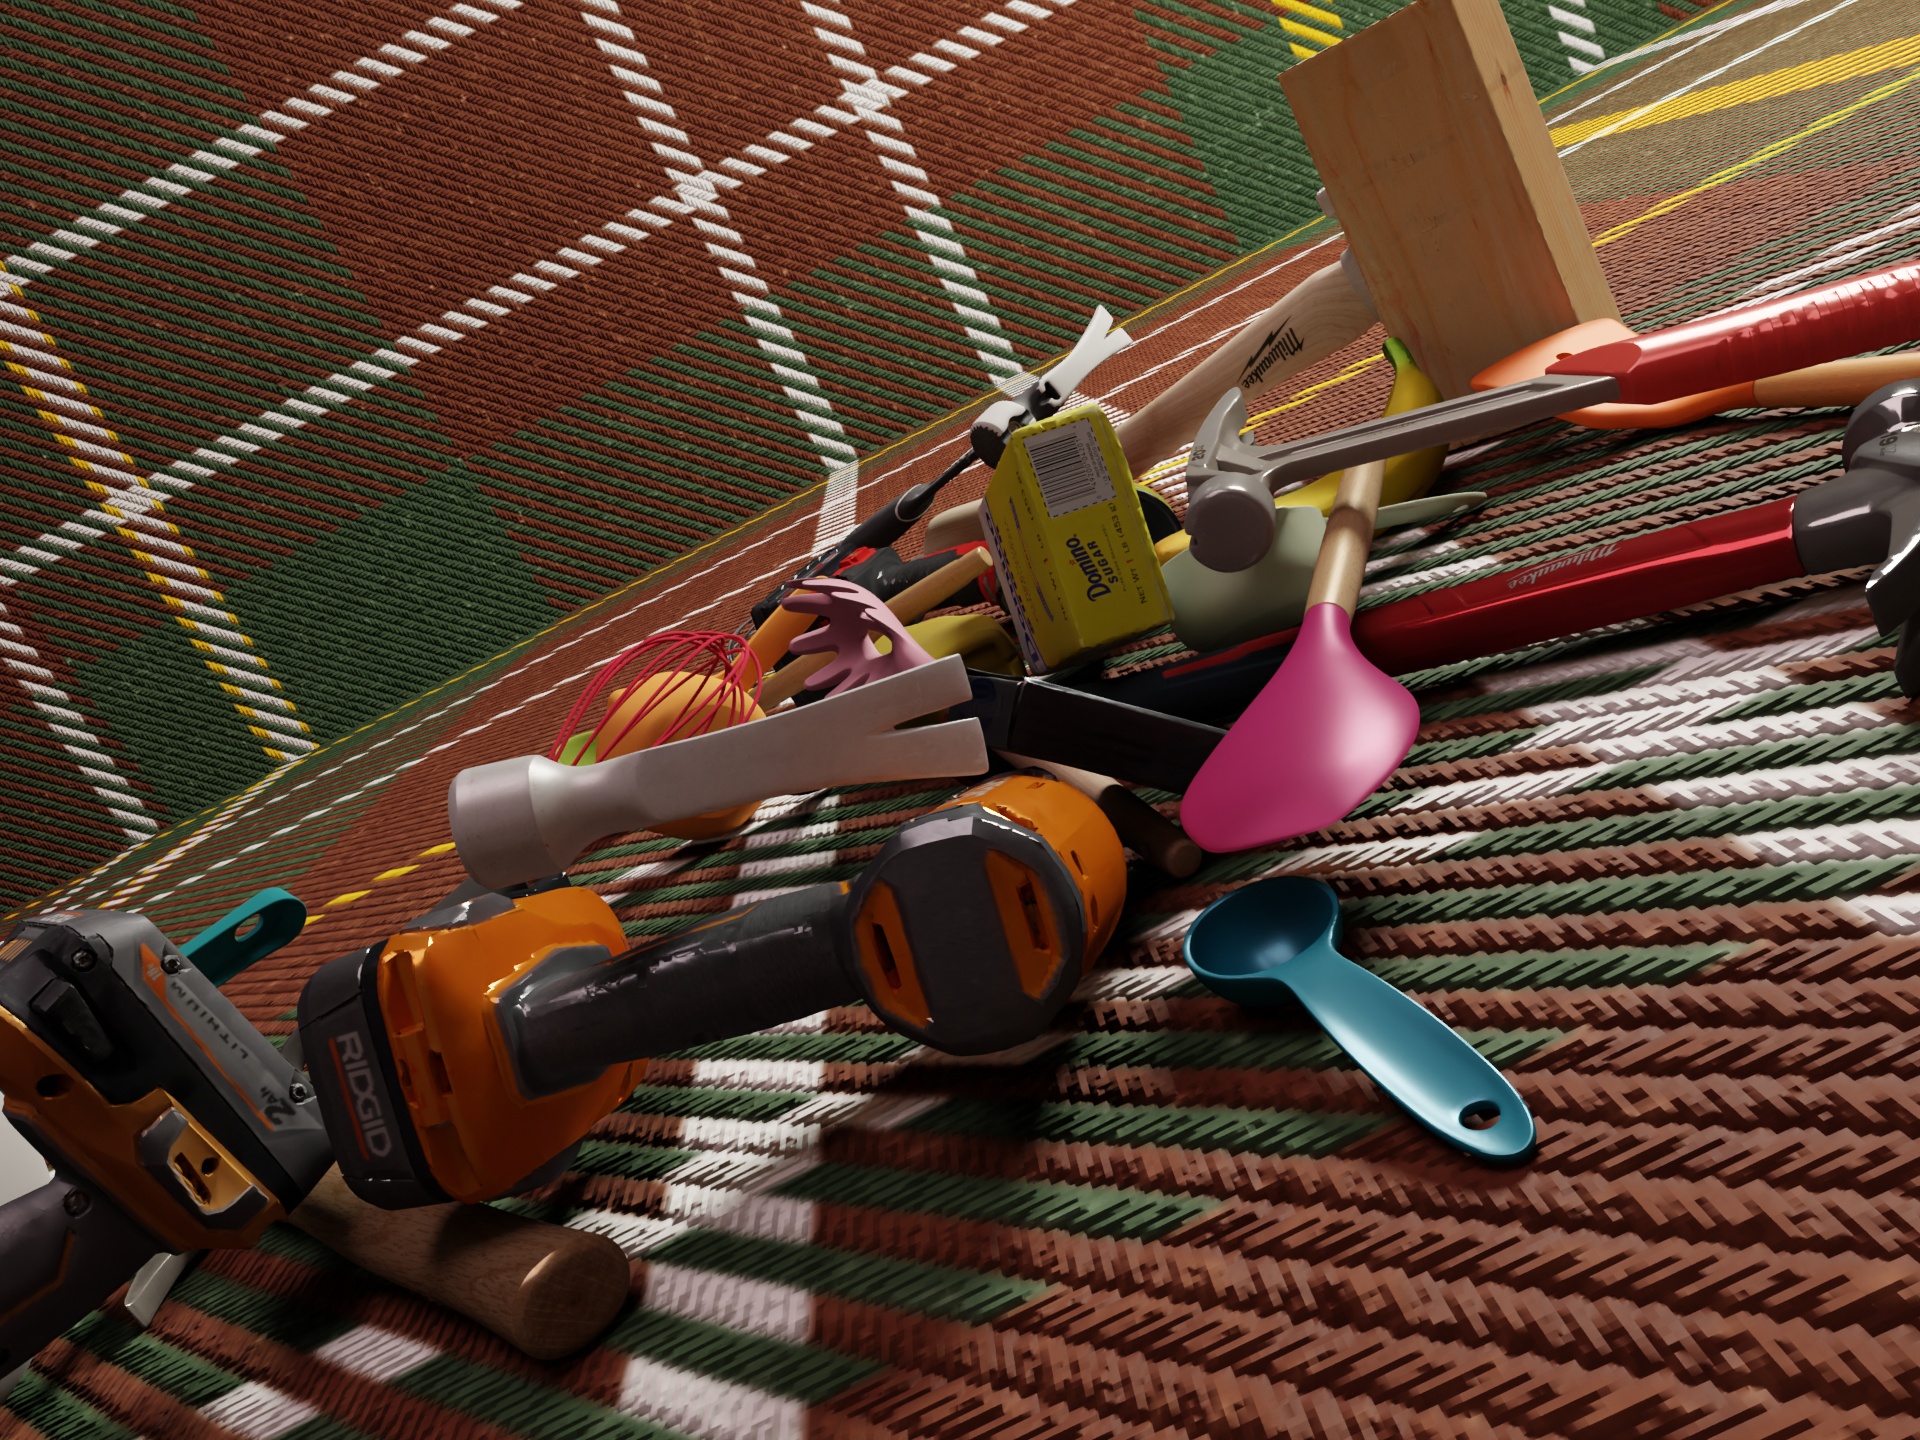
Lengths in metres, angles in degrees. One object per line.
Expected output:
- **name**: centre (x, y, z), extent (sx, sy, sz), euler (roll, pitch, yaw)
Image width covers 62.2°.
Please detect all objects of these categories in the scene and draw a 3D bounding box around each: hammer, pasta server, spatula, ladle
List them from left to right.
- **hammer**: centre (-0.205, 0.171, 0.545), extent (0.130, 0.031, 0.331), euler (-38, 18, -35)
- **ladle**: centre (-0.115, -0.027, 0.924), extent (0.320, 0.062, 0.078), euler (-30, 8, 28)
- **hammer**: centre (-0.070, 0.017, 0.620), extent (0.144, 0.035, 0.405), euler (-13, -1, -2)
- **hammer**: centre (-0.021, -0.163, 1.108), extent (0.149, 0.036, 0.409), euler (-48, 10, -28)
- **pasta server**: centre (-0.001, -0.002, 0.635), extent (0.040, 0.060, 0.316), euler (-17, 24, -20)
- **hammer**: centre (0.129, -0.176, 1.013), extent (0.410, 0.146, 0.038), euler (-29, 10, 40)
- **hammer**: centre (0.132, -0.018, 0.554), extent (0.386, 0.038, 0.143), euler (-16, 21, 41)
- **hammer**: centre (0.256, -0.129, 0.552), extent (0.359, 0.036, 0.149), euler (-12, 22, 21)
- **spatula**: centre (0.321, -0.135, 0.601), extent (0.081, 0.041, 0.323), euler (-26, 15, -12)

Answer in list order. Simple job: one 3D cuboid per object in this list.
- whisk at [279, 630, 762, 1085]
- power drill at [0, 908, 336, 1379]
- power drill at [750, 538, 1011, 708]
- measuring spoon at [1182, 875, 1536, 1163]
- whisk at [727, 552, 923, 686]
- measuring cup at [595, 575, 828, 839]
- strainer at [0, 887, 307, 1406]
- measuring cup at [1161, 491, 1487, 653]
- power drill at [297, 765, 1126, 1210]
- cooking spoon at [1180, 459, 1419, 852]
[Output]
- **whisk**: centre (-0.188, 0.055, 0.706), extent (0.073, 0.073, 0.296), euler (-12, 31, 49)
- **power drill**: centre (-0.318, 0.151, 0.453), extent (0.084, 0.185, 0.226), euler (-5, 36, 47)
- **power drill**: centre (-0.009, -0.077, 0.956), extent (0.219, 0.078, 0.143), euler (-16, 19, 32)
- **measuring spoon**: centre (0.093, 0.073, 0.371), extent (0.042, 0.021, 0.129), euler (-30, 23, -8)
- **whisk**: centre (-0.065, -0.089, 1.152), extent (0.239, 0.055, 0.055), euler (-29, 14, -22)
- **measuring cup**: centre (-0.115, -0.012, 0.842), extent (0.174, 0.095, 0.052), euler (-51, 27, -16)
- **strainer**: centre (-0.349, 0.176, 0.568), extent (0.095, 0.210, 0.340), euler (22, 39, 21)
- **measuring cup**: centre (0.162, -0.066, 0.677), extent (0.167, 0.038, 0.083), euler (-14, -14, -20)
- **power drill**: centre (-0.059, 0.071, 0.485), extent (0.226, 0.084, 0.164), euler (-17, 0, 14)
- **cooking spoon**: centre (0.126, -0.044, 0.539), extent (0.069, 0.017, 0.319), euler (-17, 20, 27)
